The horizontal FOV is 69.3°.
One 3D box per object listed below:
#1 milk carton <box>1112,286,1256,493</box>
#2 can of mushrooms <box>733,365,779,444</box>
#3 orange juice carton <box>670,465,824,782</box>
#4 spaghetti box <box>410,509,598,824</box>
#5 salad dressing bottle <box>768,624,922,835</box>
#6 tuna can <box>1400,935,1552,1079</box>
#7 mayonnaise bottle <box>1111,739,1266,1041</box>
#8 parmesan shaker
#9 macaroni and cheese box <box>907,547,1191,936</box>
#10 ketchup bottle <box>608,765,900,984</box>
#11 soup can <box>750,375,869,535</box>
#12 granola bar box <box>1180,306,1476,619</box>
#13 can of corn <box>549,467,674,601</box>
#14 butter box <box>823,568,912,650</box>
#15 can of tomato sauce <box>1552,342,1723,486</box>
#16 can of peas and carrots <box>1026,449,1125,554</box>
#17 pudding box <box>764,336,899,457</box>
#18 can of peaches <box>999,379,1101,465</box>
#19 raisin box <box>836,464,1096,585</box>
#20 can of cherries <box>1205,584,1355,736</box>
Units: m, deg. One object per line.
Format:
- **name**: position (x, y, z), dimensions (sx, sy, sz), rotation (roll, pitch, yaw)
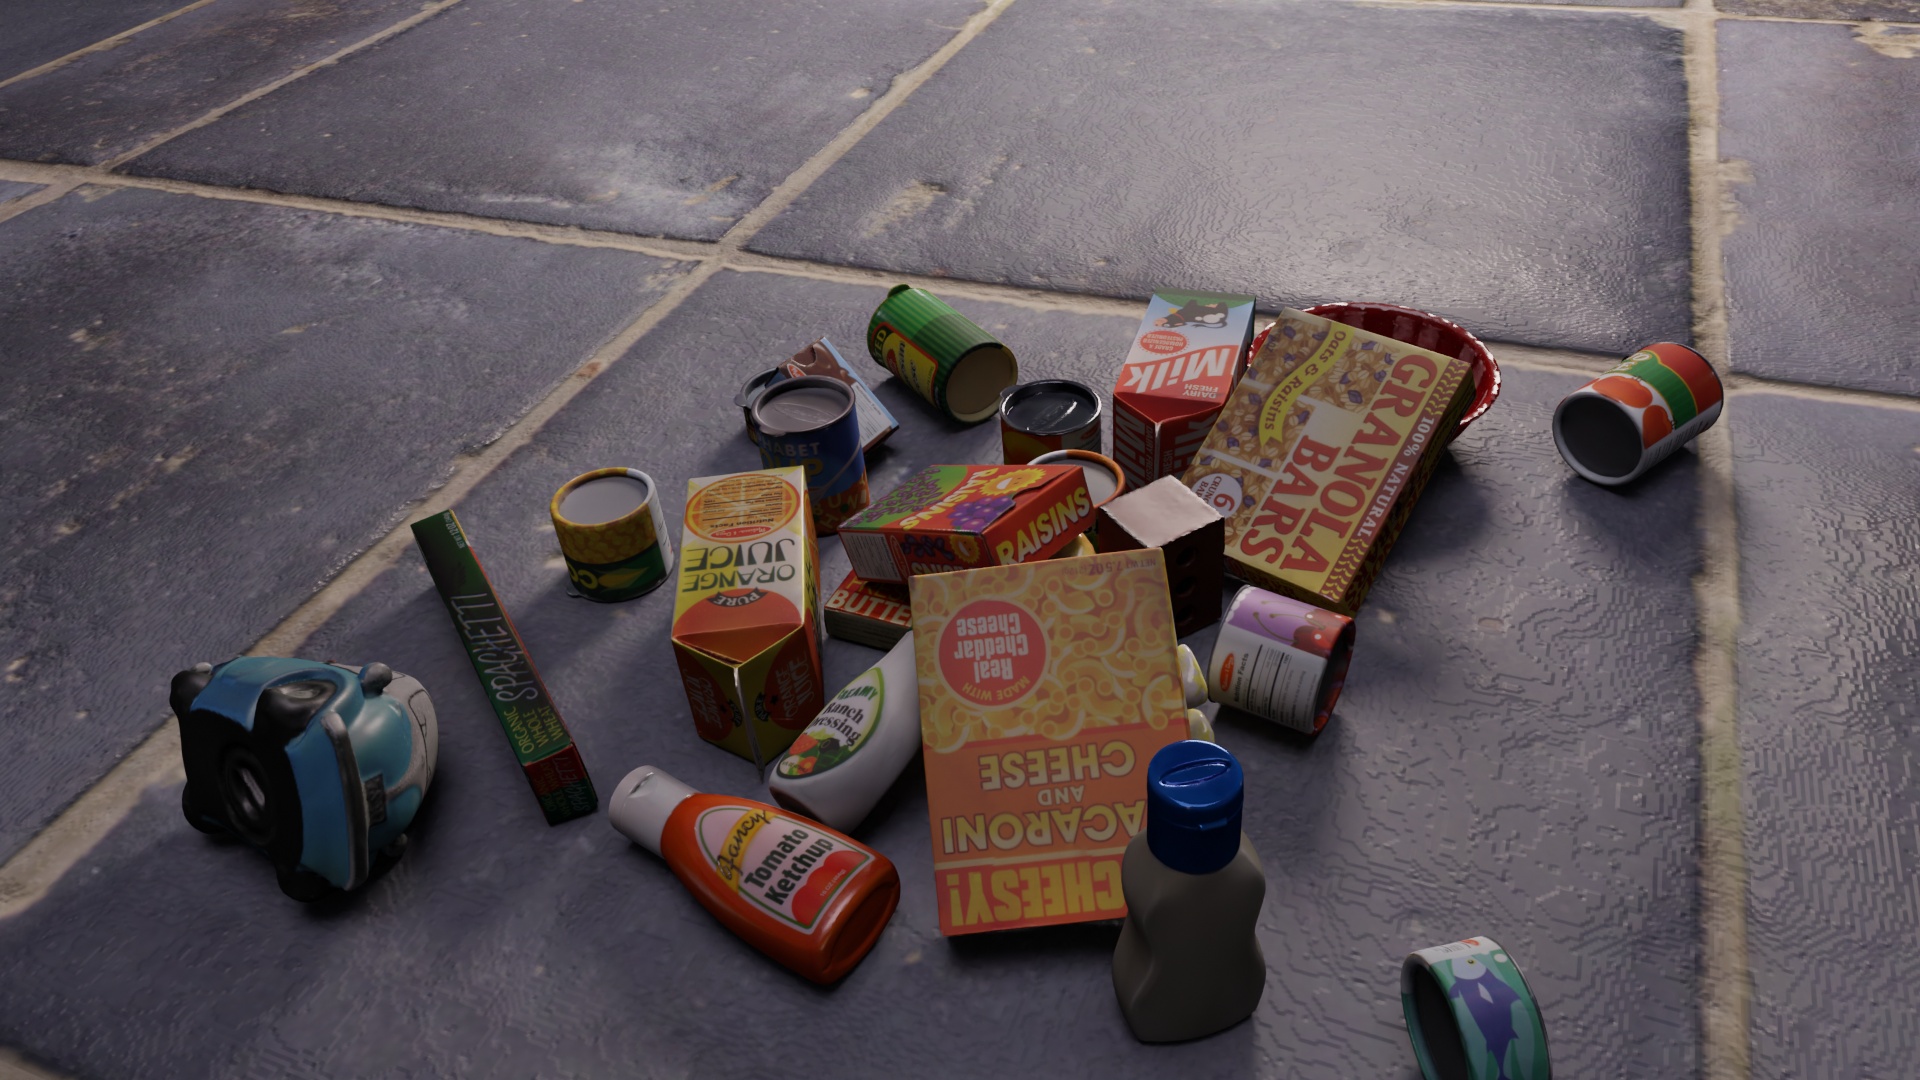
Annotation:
- **milk carton**: position (0.147, -0.093, 0.928), dimensions (0.073, 0.072, 0.192), rotation (8, 40, 16)
- **can of mushrooms**: position (-0.125, -0.095, 0.996), dimensions (0.071, 0.033, 0.071), rotation (-3, 38, 2)
- **orange juice carton**: position (-0.118, 0.042, 0.785), dimensions (0.073, 0.071, 0.193), rotation (-7, 37, -2)
- **spaghetti box**: position (-0.265, 0.064, 0.793), dimensions (0.029, 0.050, 0.251), rotation (-25, 42, -20)
- **salad dressing bottle**: position (-0.036, 0.084, 0.715), dimensions (0.064, 0.044, 0.148), rotation (2, 45, 52)
- **tuna can**: position (0.204, 0.197, 0.553), dimensions (0.033, 0.070, 0.071), rotation (-10, 38, -5)
- **mayonnaise bottle**: position (0.094, 0.144, 0.565), dimensions (0.065, 0.147, 0.041), rotation (-12, 38, -8)
- **parmesan shaker**: position (-0.015, -0.136, 1.003), dimensions (0.071, 0.071, 0.103), rotation (-25, 41, -23)
- **macaroni and cheese box**: position (0.045, 0.094, 0.652), dimensions (0.124, 0.040, 0.167), rotation (-7, 73, 3)
- **ketchup bottle**: position (-0.104, 0.153, 0.664), dimensions (0.149, 0.043, 0.065), rotation (20, 46, 30)
- **soup can**: position (-0.097, -0.053, 0.896), dimensions (0.071, 0.083, 0.072), rotation (-4, 37, 3)
- **granola bar box**: position (0.212, -0.048, 0.829), dimensions (0.124, 0.039, 0.166), rotation (25, 76, 32)
- **can of corn**: position (-0.220, -0.004, 0.868), dimensions (0.071, 0.058, 0.071), rotation (-3, 37, 3)
- **butter box**: position (-0.024, 0.042, 0.812), dimensions (0.103, 0.024, 0.053), rotation (12, 40, 21)
- **can of tomato sauce**: position (0.428, -0.082, 0.883), dimensions (0.083, 0.070, 0.071), rotation (-28, 43, -26)
- **can of peas and carrots**: position (0.070, -0.013, 0.845), dimensions (0.071, 0.058, 0.071), rotation (-4, 38, 3)
- **pudding box**: position (-0.088, -0.093, 0.953), dimensions (0.083, 0.030, 0.050), rotation (49, 52, -3)
- **can of peaches**: position (0.058, -0.066, 0.915), dimensions (0.071, 0.057, 0.071), rotation (-4, 38, 3)
- **raisin box**: position (0.003, -0.010, 0.791), dimensions (0.123, 0.040, 0.086), rotation (3, 29, 47)
- **can of cherries**: position (0.170, 0.062, 0.730), dimensions (0.058, 0.071, 0.072), rotation (17, 43, 27)
